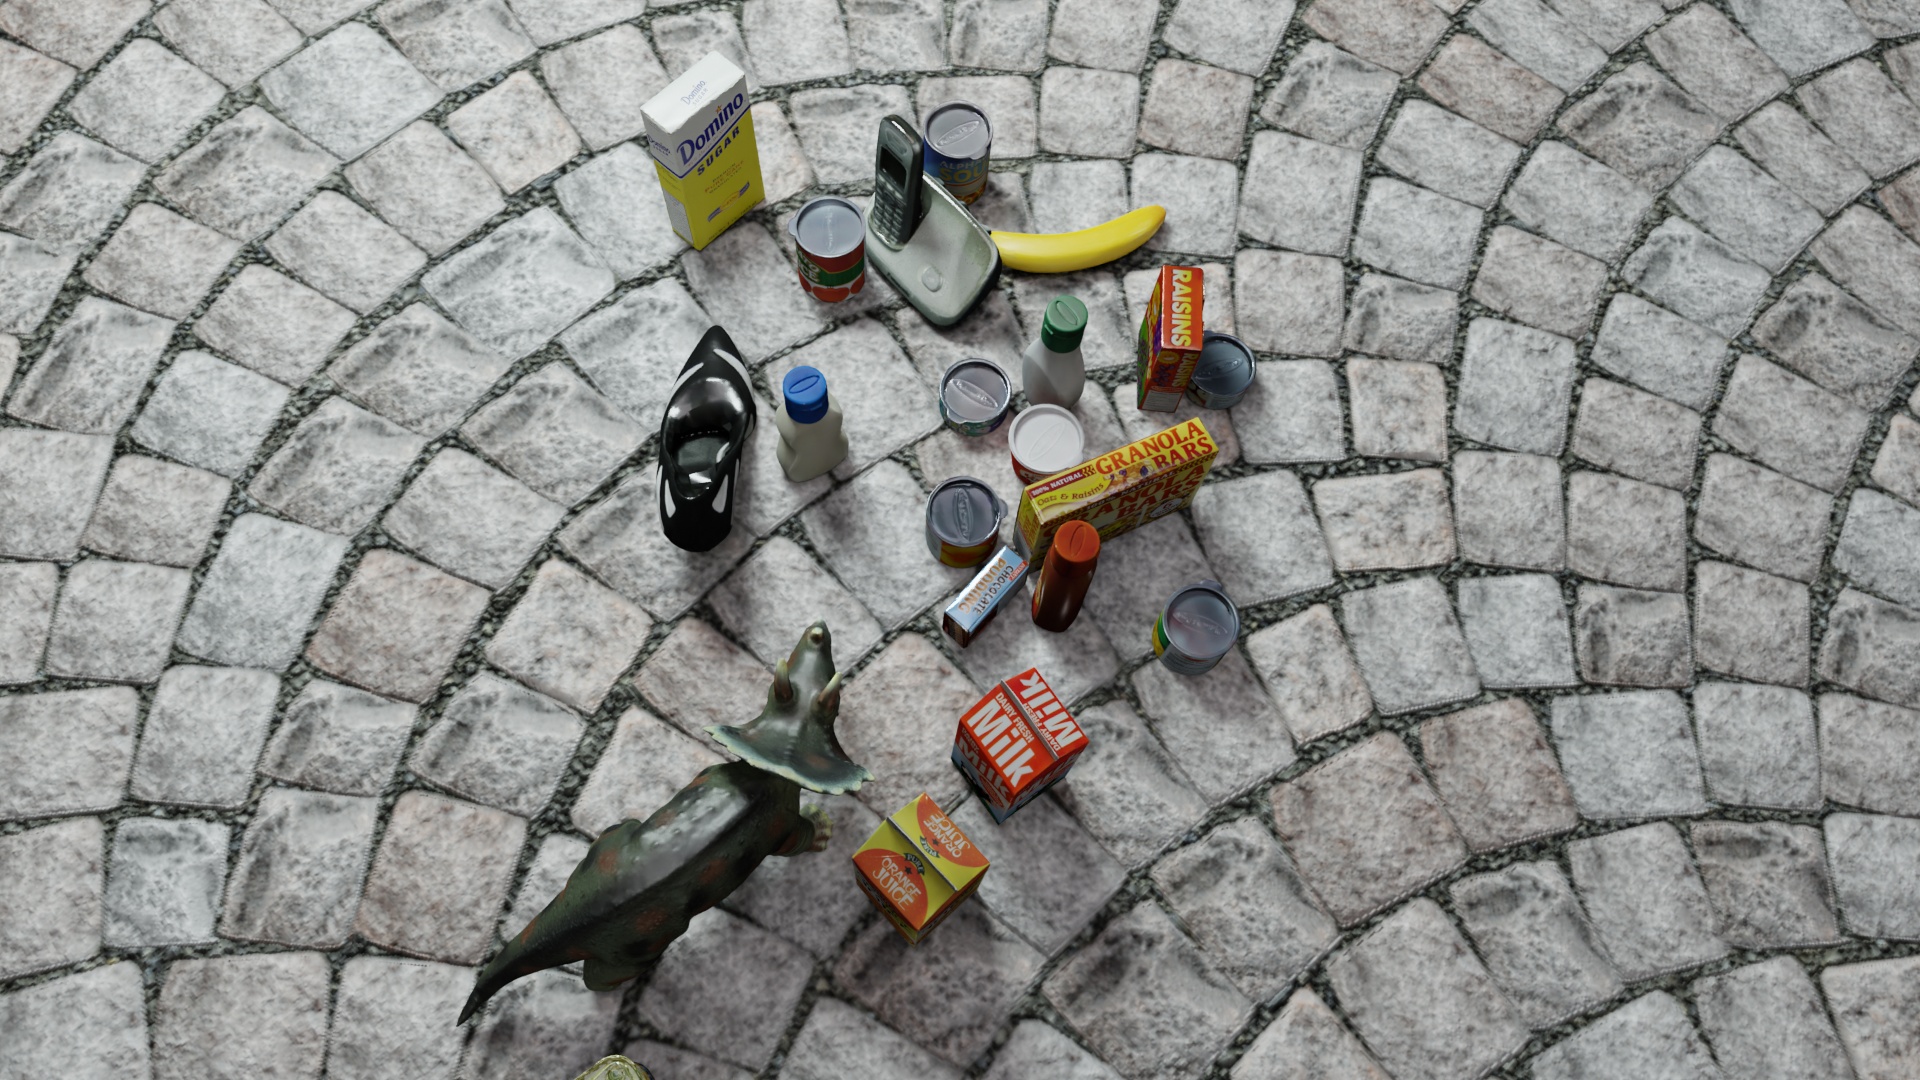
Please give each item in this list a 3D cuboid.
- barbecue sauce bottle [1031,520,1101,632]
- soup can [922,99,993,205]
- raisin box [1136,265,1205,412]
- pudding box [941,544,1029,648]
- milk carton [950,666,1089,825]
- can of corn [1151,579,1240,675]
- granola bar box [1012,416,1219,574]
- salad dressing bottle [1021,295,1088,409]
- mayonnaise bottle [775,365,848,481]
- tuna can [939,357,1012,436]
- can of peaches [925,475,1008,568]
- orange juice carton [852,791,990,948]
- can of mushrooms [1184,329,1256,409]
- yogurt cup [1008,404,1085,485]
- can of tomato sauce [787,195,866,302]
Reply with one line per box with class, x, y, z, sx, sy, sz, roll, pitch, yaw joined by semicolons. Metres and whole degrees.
barbecue sauce bottle;0.089;0.027;1.156;0.044;0.148;0.065;18;69;4
soup can;-0.003;-0.370;1.341;0.071;0.083;0.071;1;69;-3
raisin box;0.189;-0.180;1.256;0.040;0.123;0.086;5;69;-1
pudding box;0.022;0.049;1.197;0.030;0.049;0.084;39;72;11
milk carton;0.045;0.159;1.080;0.073;0.189;0.072;-33;74;-14
can of corn;0.202;0.075;1.192;0.071;0.058;0.071;1;69;-3
granola bar box;0.129;-0.038;1.197;0.166;0.123;0.039;-23;72;-11
salad dressing bottle;0.086;-0.164;1.231;0.044;0.147;0.064;-34;74;-14
mayonnaise bottle;-0.130;-0.101;1.195;0.065;0.147;0.041;-29;73;-13
tuna can;0.012;-0.129;1.275;0.071;0.032;0.071;1;69;-3
can of peaches;0.004;-0.015;1.217;0.071;0.058;0.071;1;69;-3
orange juice carton;-0.031;0.247;1.040;0.073;0.192;0.072;-40;76;-16
can of mushrooms;0.239;-0.160;1.299;0.071;0.033;0.071;1;69;-3
yogurt cup;0.075;-0.082;1.249;0.072;0.053;0.072;1;69;-3
can of tomato sauce;-0.123;-0.270;1.296;0.071;0.082;0.071;1;69;-3
